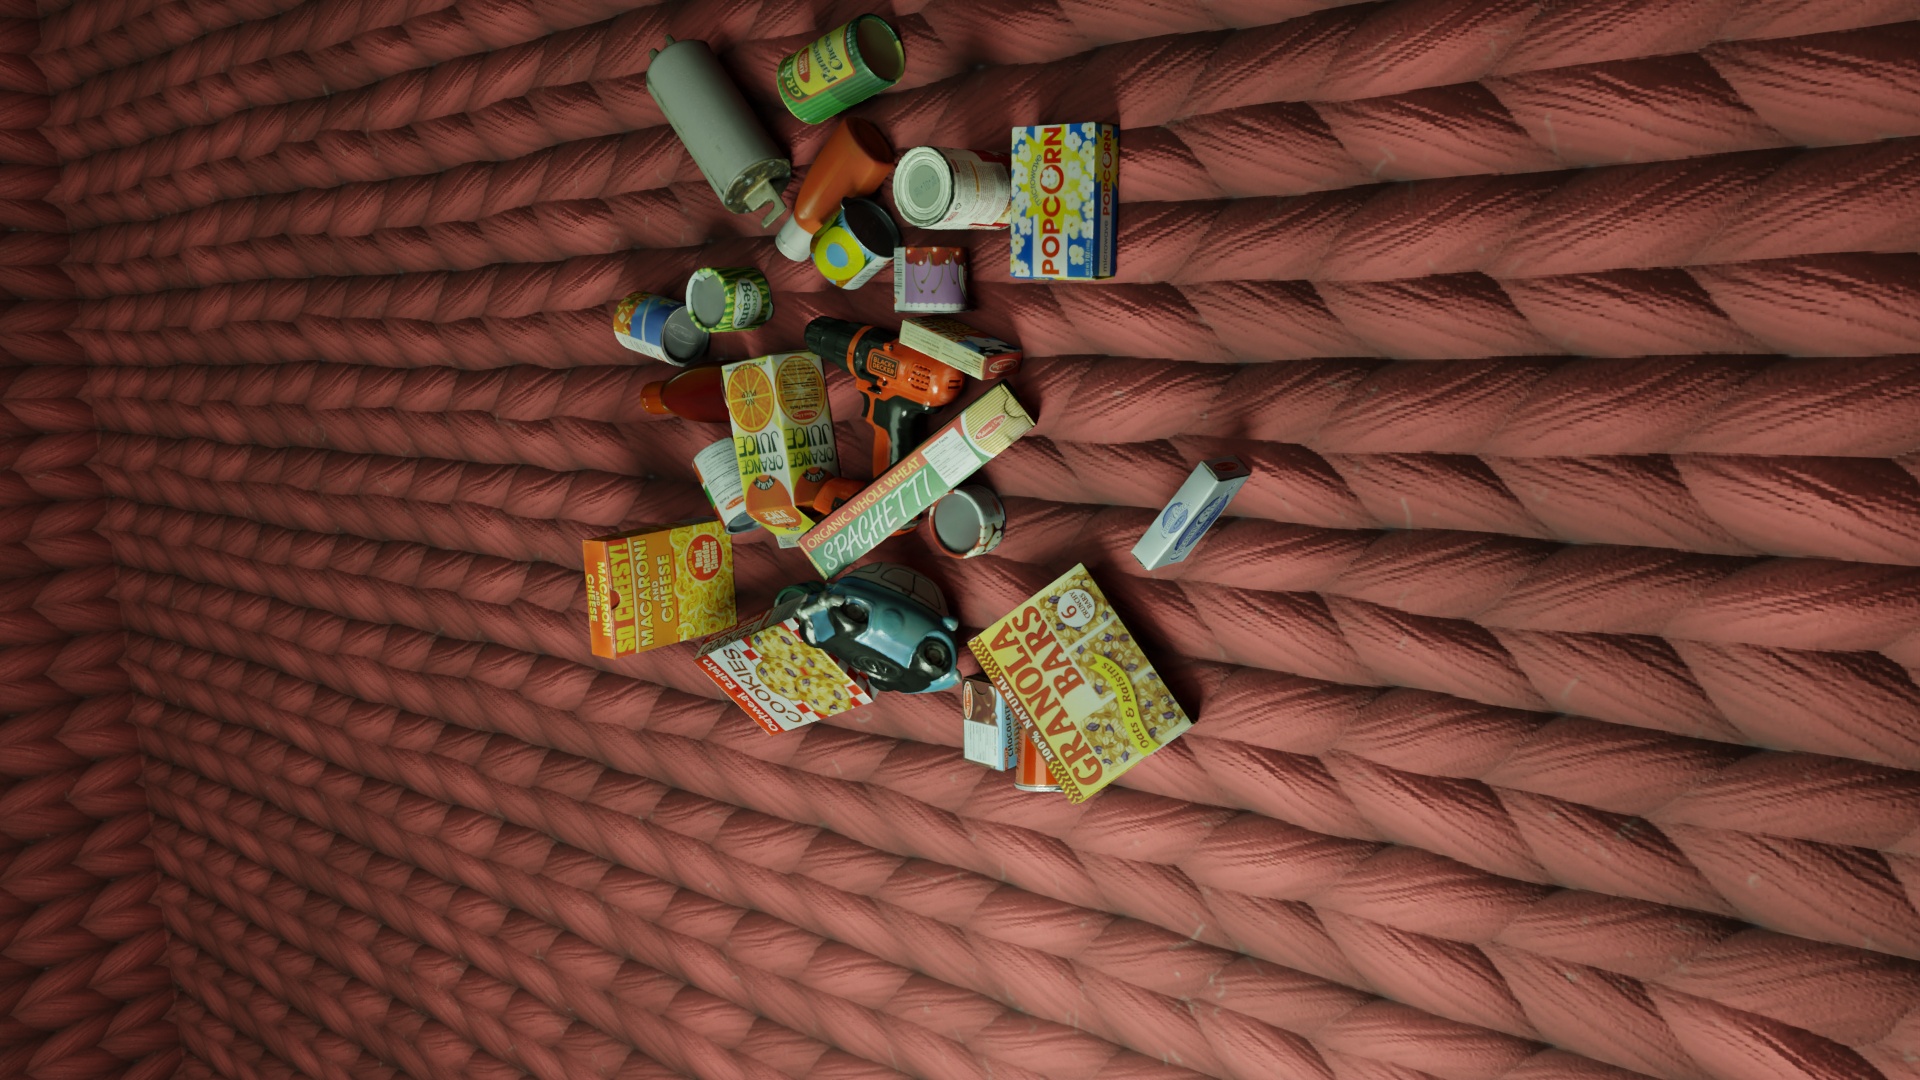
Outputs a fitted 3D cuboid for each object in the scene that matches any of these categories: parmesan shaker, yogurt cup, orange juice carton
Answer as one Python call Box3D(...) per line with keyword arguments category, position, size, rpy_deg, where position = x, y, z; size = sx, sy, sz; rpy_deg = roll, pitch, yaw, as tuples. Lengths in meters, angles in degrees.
Box3D(category="parmesan shaker", position=(-0.109, -0.433, 1.270), size=(0.103, 0.071, 0.071), rpy_deg=(-13, 91, 40))
Box3D(category="yogurt cup", position=(0.081, 0.191, 1.234), size=(0.072, 0.072, 0.054), rpy_deg=(-4, 88, 40))
Box3D(category="orange juice carton", position=(-0.173, -0.089, 1.384), size=(0.071, 0.073, 0.192), rpy_deg=(-6, 95, 40))

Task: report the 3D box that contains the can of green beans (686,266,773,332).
Box3D(category="can of green beans", position=(-0.237, -0.246, 1.417), size=(0.071, 0.058, 0.071), rpy_deg=(9, 105, 38))

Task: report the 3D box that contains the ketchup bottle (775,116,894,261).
Box3D(category="ketchup bottle", position=(-0.124, -0.327, 1.317), size=(0.148, 0.044, 0.065), rpy_deg=(-44, 70, 37))

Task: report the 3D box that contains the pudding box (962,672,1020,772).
Box3D(category="pudding box", position=(0.029, 0.168, 1.294), size=(0.049, 0.030, 0.083), rpy_deg=(7, 103, 40))

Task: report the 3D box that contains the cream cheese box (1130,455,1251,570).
Box3D(category="cream cheese box", position=(0.185, -0.022, 1.112), size=(0.024, 0.053, 0.103), rpy_deg=(50, 126, 23))

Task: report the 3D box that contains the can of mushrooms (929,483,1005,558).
Box3D(category="can of mushrooms", position=(0.005, -0.016, 1.277), size=(0.071, 0.033, 0.071), rpy_deg=(9, 104, 38))

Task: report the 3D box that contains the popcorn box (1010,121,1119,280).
Box3D(category="popcorn box", position=(0.086, -0.281, 1.154), size=(0.085, 0.038, 0.126), rpy_deg=(10, 105, 39))

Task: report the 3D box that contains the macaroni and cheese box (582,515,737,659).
Box3D(category="macaroni and cheese box", position=(-0.313, 0.046, 1.465), size=(0.040, 0.167, 0.123), rpy_deg=(4, 102, 38))

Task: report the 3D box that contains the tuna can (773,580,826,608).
Box3D(category="tuna can", position=(-0.157, 0.076, 1.430), size=(0.071, 0.033, 0.071), rpy_deg=(9, 105, 39))

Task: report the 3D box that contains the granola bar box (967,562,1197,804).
Box3D(category="granola bar box", position=(0.103, 0.122, 1.185), size=(0.124, 0.039, 0.166), rpy_deg=(-36, 73, 9))

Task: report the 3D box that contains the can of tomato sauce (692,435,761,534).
Box3D(category="can of tomato sauce", position=(-0.232, -0.057, 1.446), size=(0.071, 0.071, 0.083), rpy_deg=(-39, 73, 38))

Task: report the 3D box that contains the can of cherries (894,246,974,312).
Box3D(category="can of cherries", position=(-0.024, -0.233, 1.239), size=(0.071, 0.072, 0.058), rpy_deg=(8, 103, 39))

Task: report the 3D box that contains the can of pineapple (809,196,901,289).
Box3D(category="can of pineapple", position=(-0.099, -0.277, 1.290), size=(0.057, 0.071, 0.071), rpy_deg=(-33, 77, 39))

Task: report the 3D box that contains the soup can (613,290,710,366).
Box3D(category="soup can", position=(-0.318, -0.230, 1.484), size=(0.084, 0.071, 0.071), rpy_deg=(22, 112, 36))

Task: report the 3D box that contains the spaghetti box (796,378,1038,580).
Box3D(category="spaghetti box", position=(-0.042, -0.053, 1.252), size=(0.249, 0.029, 0.050), rpy_deg=(-36, 97, 19))

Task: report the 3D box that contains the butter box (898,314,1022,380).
Box3D(category="butter box", position=(-0.001, -0.173, 1.237), size=(0.103, 0.053, 0.024), rpy_deg=(29, 119, 33))

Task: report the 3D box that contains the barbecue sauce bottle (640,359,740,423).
Box3D(category="barbecue sauce bottle", position=(-0.283, -0.156, 1.482), size=(0.148, 0.044, 0.064), rpy_deg=(0, 111, 41))

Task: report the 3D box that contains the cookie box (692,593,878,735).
Box3D(category="cookie box", position=(-0.176, 0.129, 1.414), size=(0.167, 0.040, 0.122), rpy_deg=(-23, 117, 40))
